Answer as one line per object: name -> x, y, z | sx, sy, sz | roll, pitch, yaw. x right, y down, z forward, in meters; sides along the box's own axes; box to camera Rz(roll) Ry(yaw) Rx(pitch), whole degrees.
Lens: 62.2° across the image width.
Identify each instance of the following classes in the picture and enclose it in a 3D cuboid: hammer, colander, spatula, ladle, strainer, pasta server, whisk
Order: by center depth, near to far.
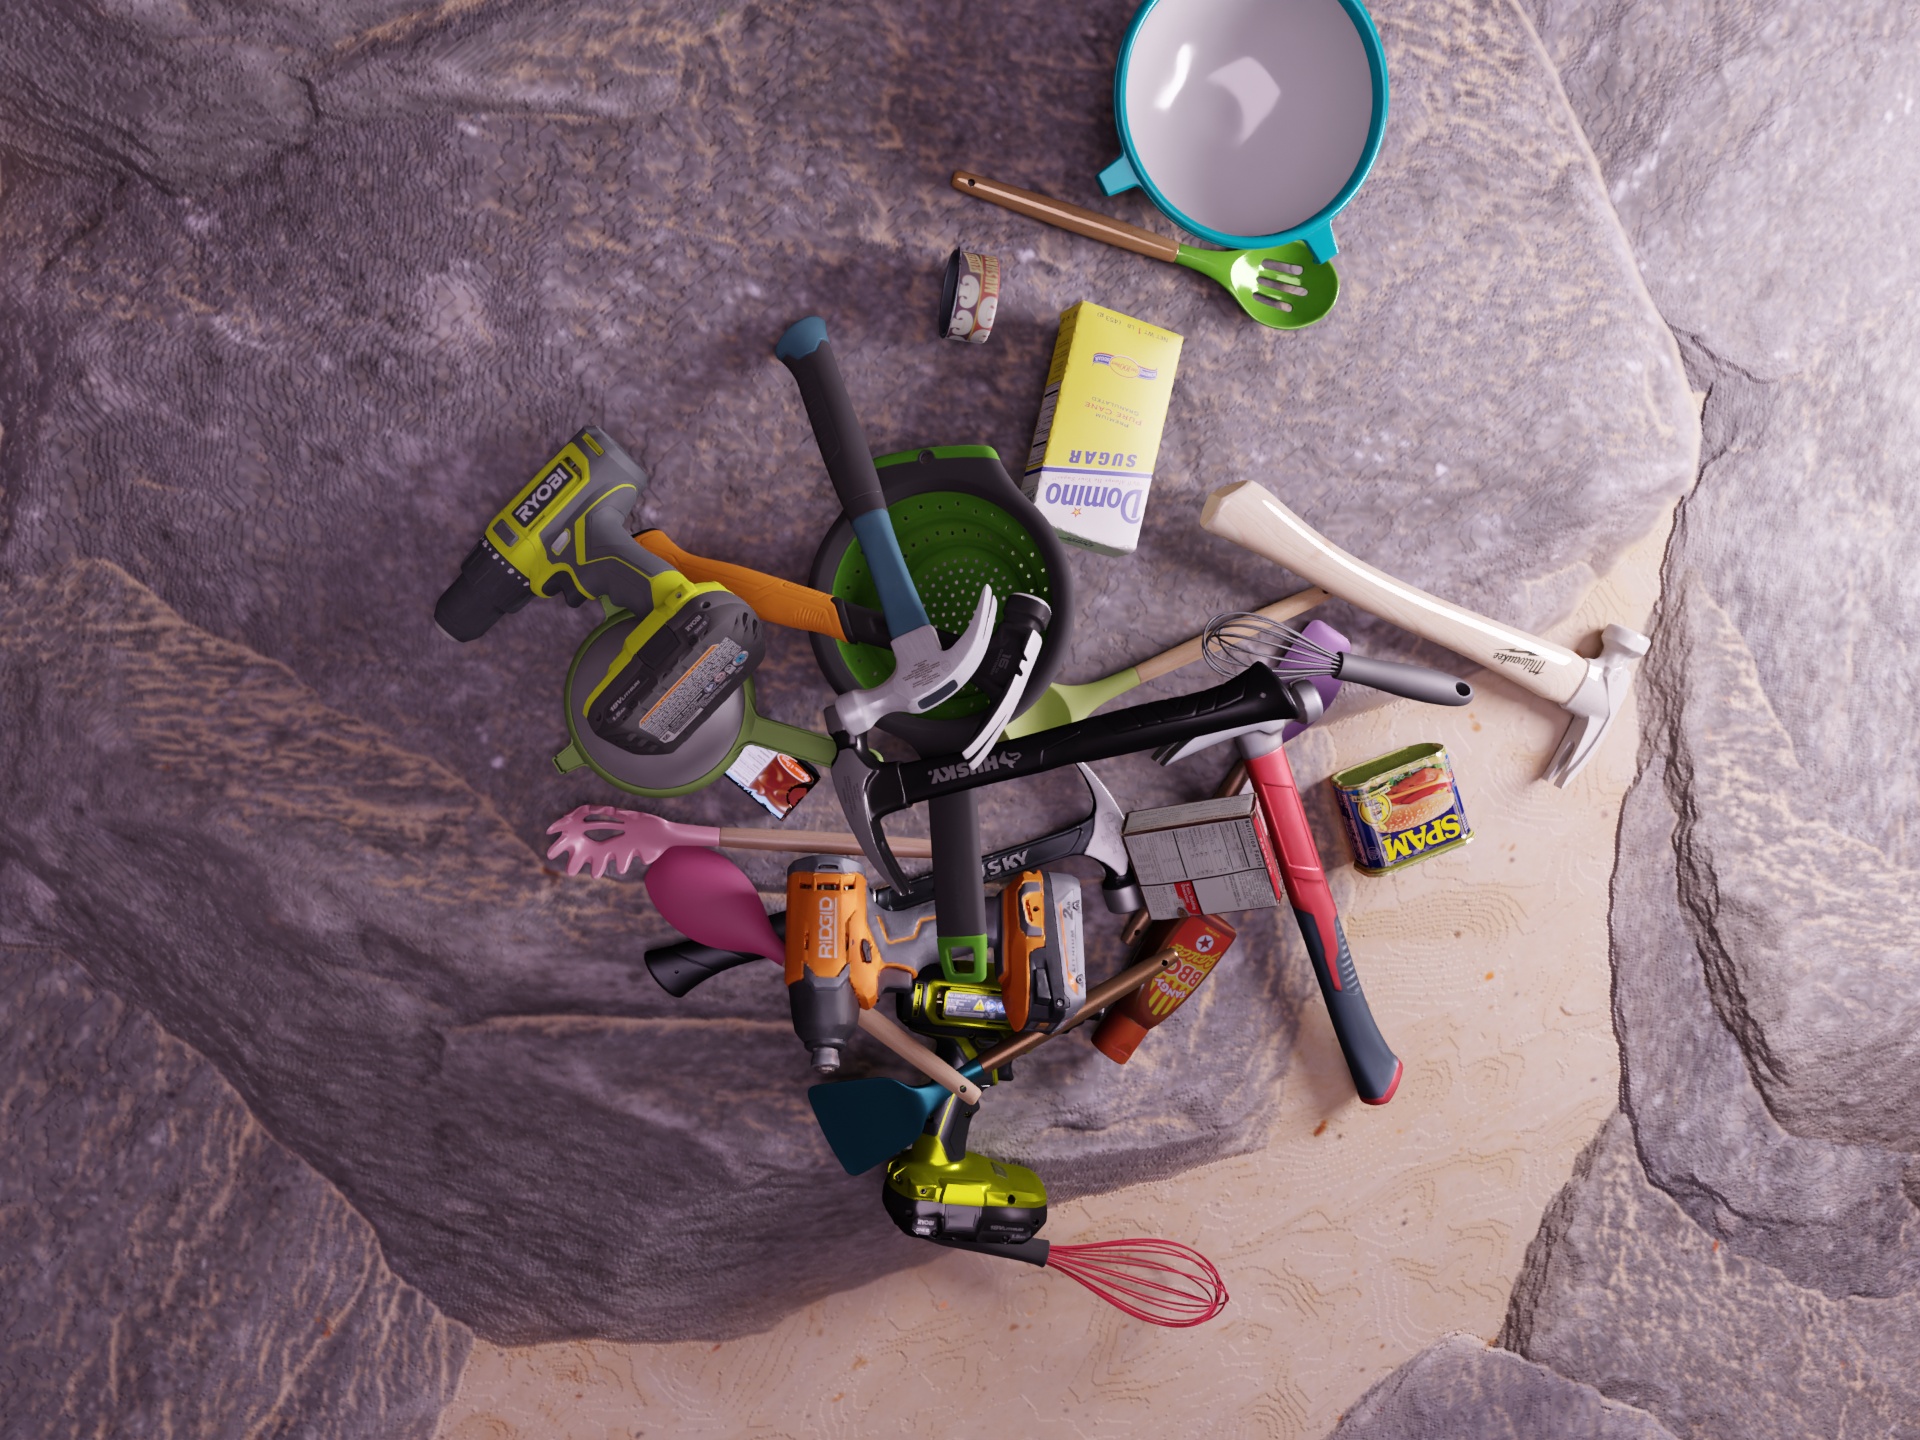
hammer -> 0.073, 0.024, 1.128 | 0.335, 0.035, 0.146 | -14, 86, 13
hammer -> -0.071, -0.155, 1.143 | 0.128, 0.033, 0.331 | -22, 66, 4
hammer -> -0.109, -0.072, 1.160 | 0.337, 0.034, 0.127 | 18, 74, 20
strainer -> 0.220, -0.520, 1.183 | 0.211, 0.095, 0.340 | 13, 97, -14
strainer -> -0.184, 0.001, 1.203 | 0.256, 0.069, 0.151 | 17, 92, 3
colander -> -0.002, -0.004, 1.213 | 0.204, 0.094, 0.397 | -4, 89, 13
pasta server -> -0.163, 0.097, 1.255 | 0.316, 0.040, 0.060 | 4, 114, -3
whisk -> 0.303, -0.042, 1.273 | 0.239, 0.055, 0.055 | 11, 99, -11
spatula -> 0.035, 0.260, 1.276 | 0.317, 0.044, 0.082 | -27, 96, -10
ladle -> 0.168, -0.049, 1.286 | 0.320, 0.062, 0.078 | -24, 84, -7
hammer -> -0.057, 0.141, 1.298 | 0.409, 0.036, 0.149 | -17, 102, -5
hammer -> 0.373, -0.081, 1.308 | 0.410, 0.038, 0.146 | 23, 98, -16
spatula -> 0.228, 0.058, 1.334 | 0.059, 0.018, 0.316 | 33, 94, -16
hammer -> 0.285, 0.164, 1.342 | 0.143, 0.038, 0.386 | -23, 106, -7
whisk -> 0.092, 0.465, 1.373 | 0.295, 0.073, 0.073 | 16, 98, -6

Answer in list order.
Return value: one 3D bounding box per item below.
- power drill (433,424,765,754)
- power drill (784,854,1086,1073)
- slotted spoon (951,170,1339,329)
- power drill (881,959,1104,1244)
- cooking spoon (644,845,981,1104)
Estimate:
power drill -> -0.267, -0.082, 1.153 | 0.190, 0.080, 0.229 | -46, 64, 1
power drill -> -0.022, 0.190, 1.224 | 0.226, 0.084, 0.164 | 3, 65, -8
slotted spoon -> 0.144, -0.373, 1.234 | 0.313, 0.031, 0.070 | 15, 98, -9
power drill -> 0.023, 0.312, 1.324 | 0.171, 0.080, 0.223 | 7, 97, -9
cooking spoon -> -0.116, 0.202, 1.252 | 0.319, 0.017, 0.069 | 35, 84, 7
